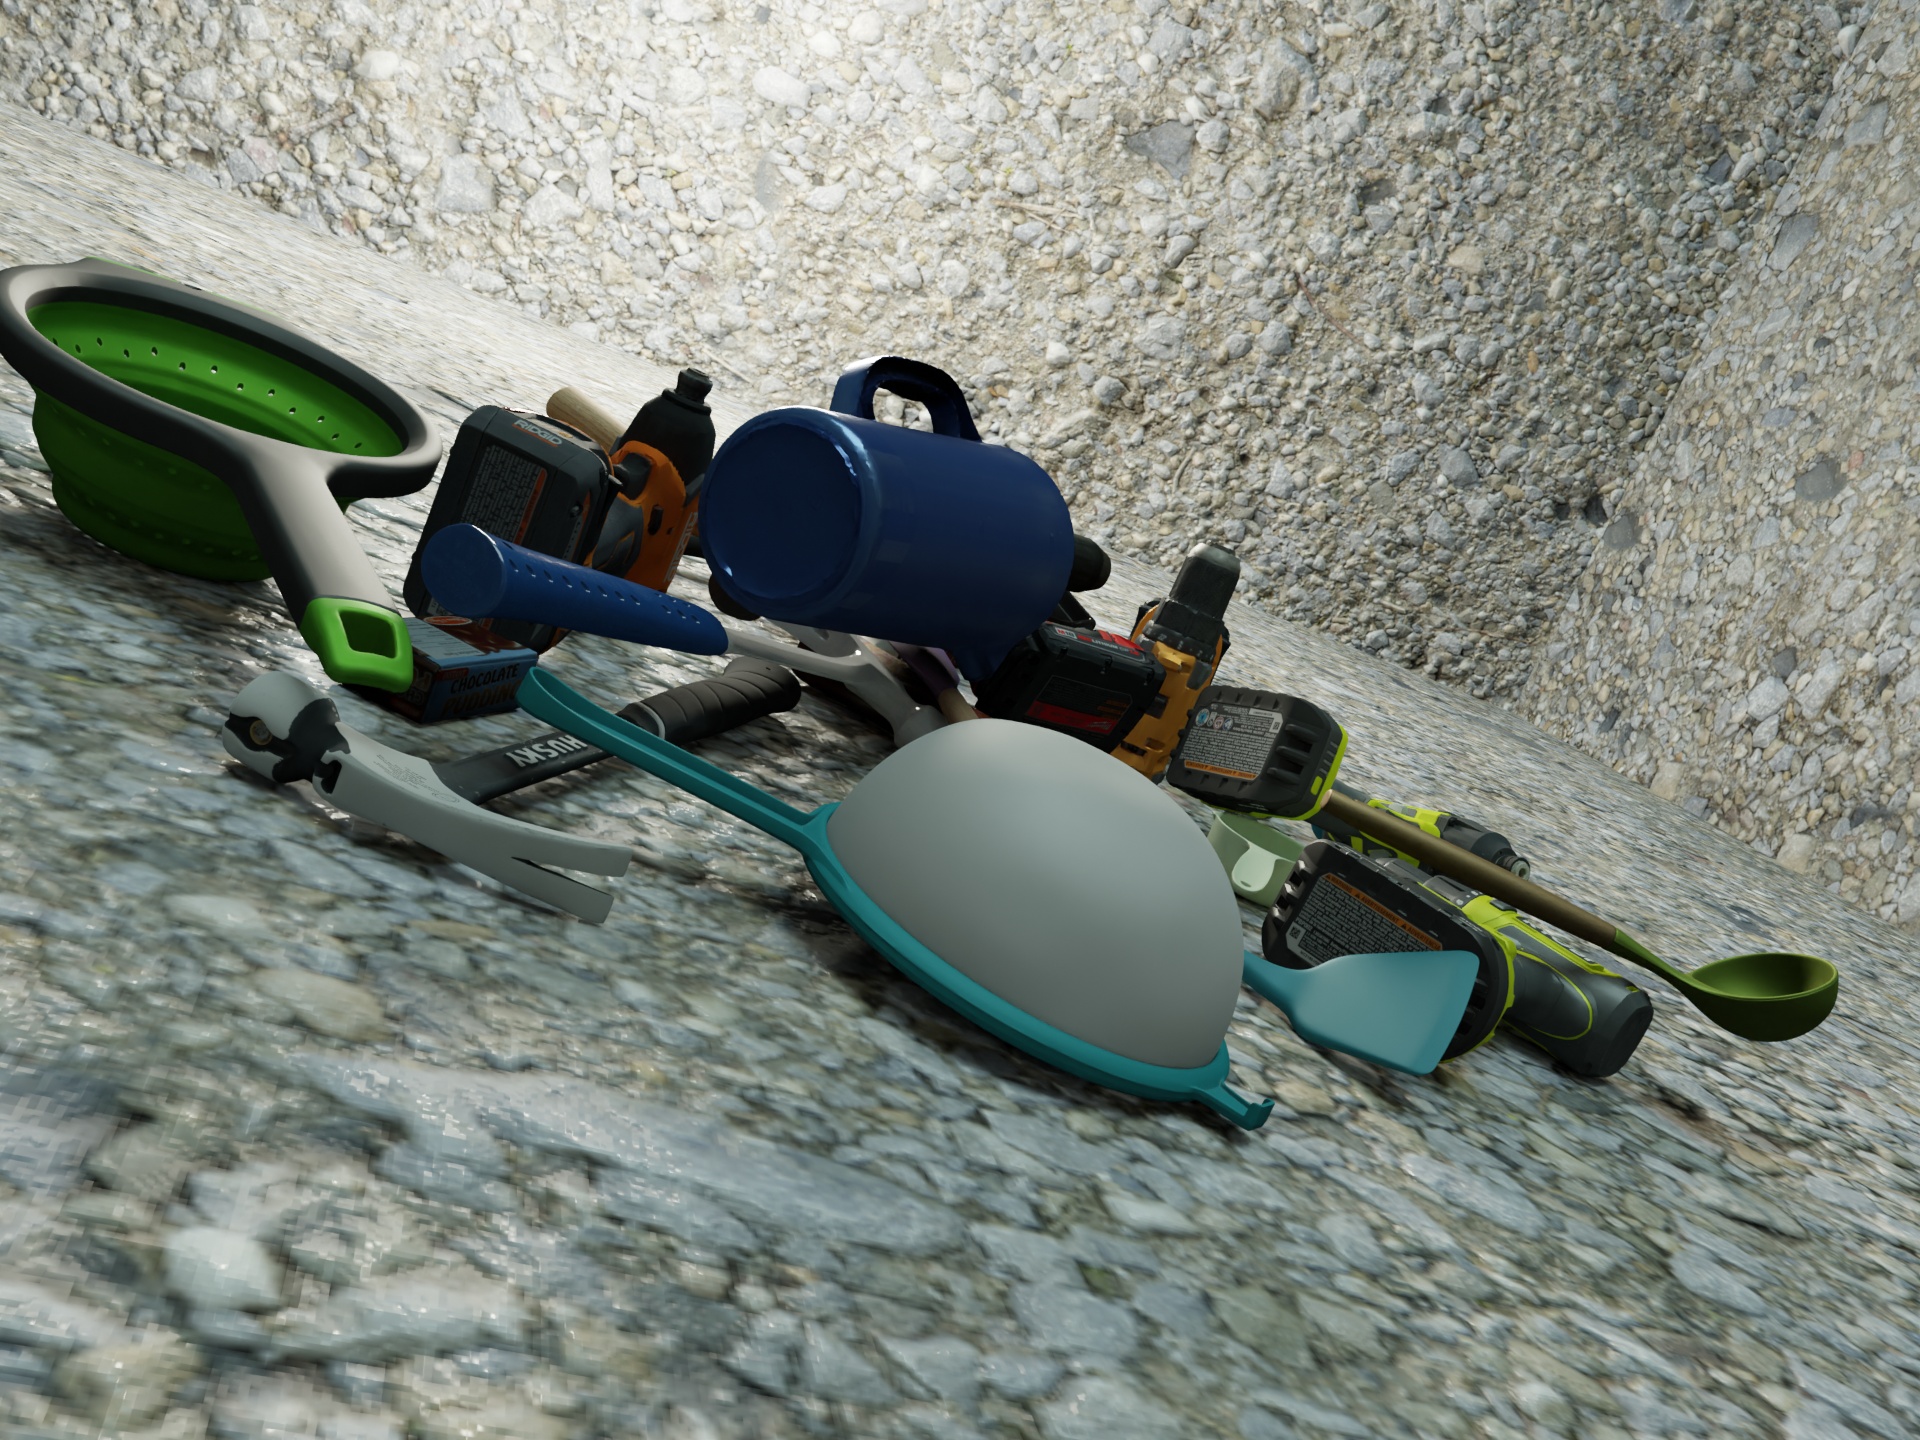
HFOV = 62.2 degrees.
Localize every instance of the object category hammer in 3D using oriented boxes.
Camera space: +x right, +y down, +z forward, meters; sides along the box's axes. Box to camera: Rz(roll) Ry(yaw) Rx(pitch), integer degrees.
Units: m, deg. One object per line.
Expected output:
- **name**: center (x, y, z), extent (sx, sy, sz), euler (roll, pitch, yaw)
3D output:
- **hammer**: center (-0.170, -0.147, 1.173), extent (0.331, 0.031, 0.130), euler (36, 29, 10)
- **hammer**: center (-0.039, -0.092, 1.140), extent (0.336, 0.034, 0.127), euler (0, 43, -45)
- **hammer**: center (-0.151, 0.006, 0.745), extent (0.149, 0.036, 0.409), euler (27, 12, 8)
- **hammer**: center (-0.126, -0.045, 0.806), extent (0.144, 0.035, 0.405), euler (45, 11, 19)

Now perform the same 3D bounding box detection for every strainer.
- **strainer**: center (-0.010, 0.033, 0.663), extent (0.340, 0.095, 0.211), euler (28, 11, -17)

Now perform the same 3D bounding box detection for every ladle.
- **ladle**: center (0.355, 0.102, 0.914), extent (0.320, 0.062, 0.078), euler (26, 5, -5)

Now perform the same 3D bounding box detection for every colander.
- **colander**: center (-0.323, -0.088, 0.706), extent (0.204, 0.094, 0.398), euler (12, 23, -41)

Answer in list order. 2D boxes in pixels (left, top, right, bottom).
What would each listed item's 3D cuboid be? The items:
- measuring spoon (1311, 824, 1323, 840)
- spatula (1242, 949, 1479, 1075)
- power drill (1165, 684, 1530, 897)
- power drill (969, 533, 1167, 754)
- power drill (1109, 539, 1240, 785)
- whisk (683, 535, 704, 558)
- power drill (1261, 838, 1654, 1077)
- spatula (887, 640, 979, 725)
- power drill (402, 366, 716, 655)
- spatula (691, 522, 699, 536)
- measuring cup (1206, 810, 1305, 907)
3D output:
- **measuring spoon**: center (0.258, 0.075, 1.236), extent (0.128, 0.021, 0.042), euler (20, 23, -32)
- **spatula**: center (0.101, 0.092, 0.822), extent (0.318, 0.044, 0.082), euler (25, 50, 18)
- **power drill**: center (0.268, 0.059, 1.091), extent (0.223, 0.080, 0.171), euler (27, -7, -28)
- **power drill**: center (0.059, -0.078, 1.114), extent (0.187, 0.080, 0.227), euler (13, 35, -34)
- **power drill**: center (0.164, -0.050, 1.235), extent (0.084, 0.185, 0.226), euler (23, 9, 6)
- **whisk**: center (-0.163, -0.136, 1.295), extent (0.284, 0.070, 0.070), euler (3, 23, -47)
- **power drill**: center (0.274, 0.130, 0.920), extent (0.228, 0.080, 0.191), euler (14, 16, -48)
- **spatula**: center (-0.001, -0.003, 0.934), extent (0.059, 0.018, 0.316), euler (25, 16, -27)
- **power drill**: center (-0.206, -0.123, 0.894), extent (0.084, 0.164, 0.226), euler (26, 14, 6)
- **spatula**: center (-0.141, -0.128, 1.241), extent (0.322, 0.041, 0.081), euler (11, 17, -28)
- **measuring cup**: center (0.177, 0.097, 0.971), extent (0.083, 0.038, 0.167), euler (26, 14, 13)
